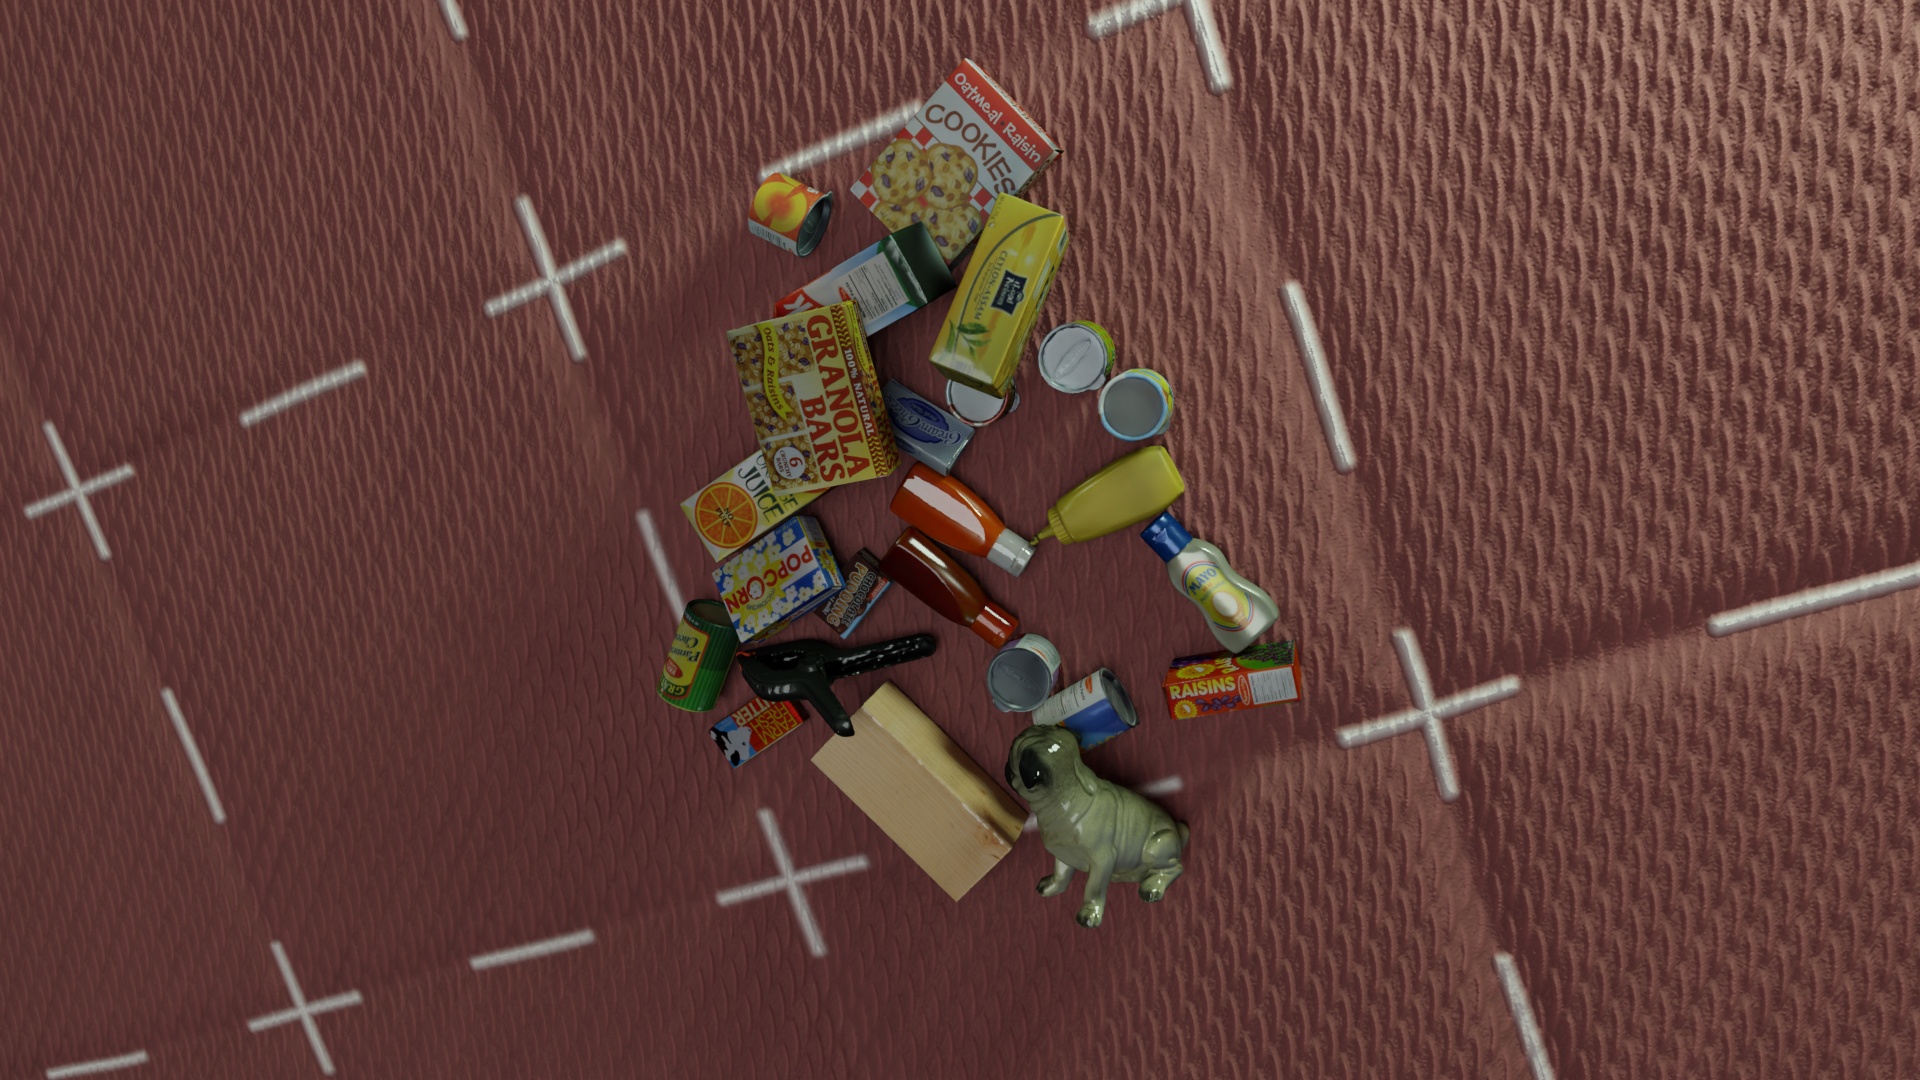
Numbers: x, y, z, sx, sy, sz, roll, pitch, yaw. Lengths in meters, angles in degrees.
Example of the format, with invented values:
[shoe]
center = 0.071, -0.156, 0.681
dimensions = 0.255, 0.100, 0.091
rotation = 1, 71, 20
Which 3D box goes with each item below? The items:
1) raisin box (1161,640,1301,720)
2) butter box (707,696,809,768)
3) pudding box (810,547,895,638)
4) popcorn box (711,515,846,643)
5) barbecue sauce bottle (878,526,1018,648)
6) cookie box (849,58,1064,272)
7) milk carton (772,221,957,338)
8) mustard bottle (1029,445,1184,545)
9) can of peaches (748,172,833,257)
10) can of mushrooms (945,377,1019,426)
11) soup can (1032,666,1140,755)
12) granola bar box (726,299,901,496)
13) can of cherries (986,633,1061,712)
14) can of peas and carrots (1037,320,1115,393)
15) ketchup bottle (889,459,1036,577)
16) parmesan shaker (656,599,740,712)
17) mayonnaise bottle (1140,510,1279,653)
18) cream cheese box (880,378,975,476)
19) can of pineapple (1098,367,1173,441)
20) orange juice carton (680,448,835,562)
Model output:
[raisin box]
center = 0.261, 0.133, 1.327
dimensions = 0.123, 0.086, 0.040
rotation = -11, 100, 17
[butter box]
center = -0.217, 0.197, 1.498
dimensions = 0.103, 0.024, 0.053
rotation = -35, 91, 18
[pudding box]
center = -0.110, 0.055, 1.439
dimensions = 0.049, 0.030, 0.083
rotation = 41, 108, 4
[popcorn box]
center = -0.188, 0.041, 1.435
dimensions = 0.126, 0.038, 0.085
rotation = -32, 74, 24
[barbecue sauce bottle]
center = -0.010, 0.051, 1.401
dimensions = 0.148, 0.044, 0.064
rotation = 38, 145, 0
[cookie box]
center = -0.004, -0.354, 1.329
dimensions = 0.123, 0.040, 0.167
rotation = 46, 109, 2
[milk carton]
center = -0.107, -0.229, 1.342
dimensions = 0.190, 0.073, 0.073
rotation = -24, 101, 31
[mustard bottle]
center = 0.136, -0.035, 1.348
dimensions = 0.160, 0.049, 0.065
rotation = -26, 91, 18
[can of peaches]
center = -0.167, -0.322, 1.364
dimensions = 0.058, 0.071, 0.071
rotation = 27, 106, 9
[can of mushrooms]
center = 0.022, -0.145, 1.365
dimensions = 0.071, 0.033, 0.071
rotation = 3, 100, 14
[soup can]
center = 0.125, 0.177, 1.383
dimensions = 0.083, 0.071, 0.071
rotation = -32, 91, 19
[granola bar box]
center = -0.138, -0.134, 1.318
dimensions = 0.124, 0.039, 0.165
rotation = -10, 104, 20
[can of cherries]
center = 0.062, 0.133, 1.394
dimensions = 0.071, 0.058, 0.071
rotation = 3, 102, 13
[can of peas and carrots]
center = 0.113, -0.174, 1.322
dimensions = 0.071, 0.059, 0.070
rotation = 3, 102, 14
[ketchup bottle]
center = 0.005, -0.017, 1.388
dimensions = 0.149, 0.044, 0.064
rotation = 33, 115, 6
[parmesan shaker]
center = -0.277, 0.120, 1.478
dimensions = 0.071, 0.071, 0.102
rotation = 24, 105, 9
[mayonnaise bottle]
center = 0.236, 0.037, 1.339
dimensions = 0.148, 0.041, 0.064
rotation = 46, 108, 2
[cream cheese box]
center = -0.042, -0.113, 1.379
dimensions = 0.104, 0.024, 0.053
rotation = 32, 66, 7
[can of pineapple]
center = 0.168, -0.128, 1.317
dimensions = 0.071, 0.058, 0.071
rotation = 3, 101, 14
[orange juice carton]
center = -0.182, -0.061, 1.414
dimensions = 0.192, 0.072, 0.073
rotation = -32, 92, 18
